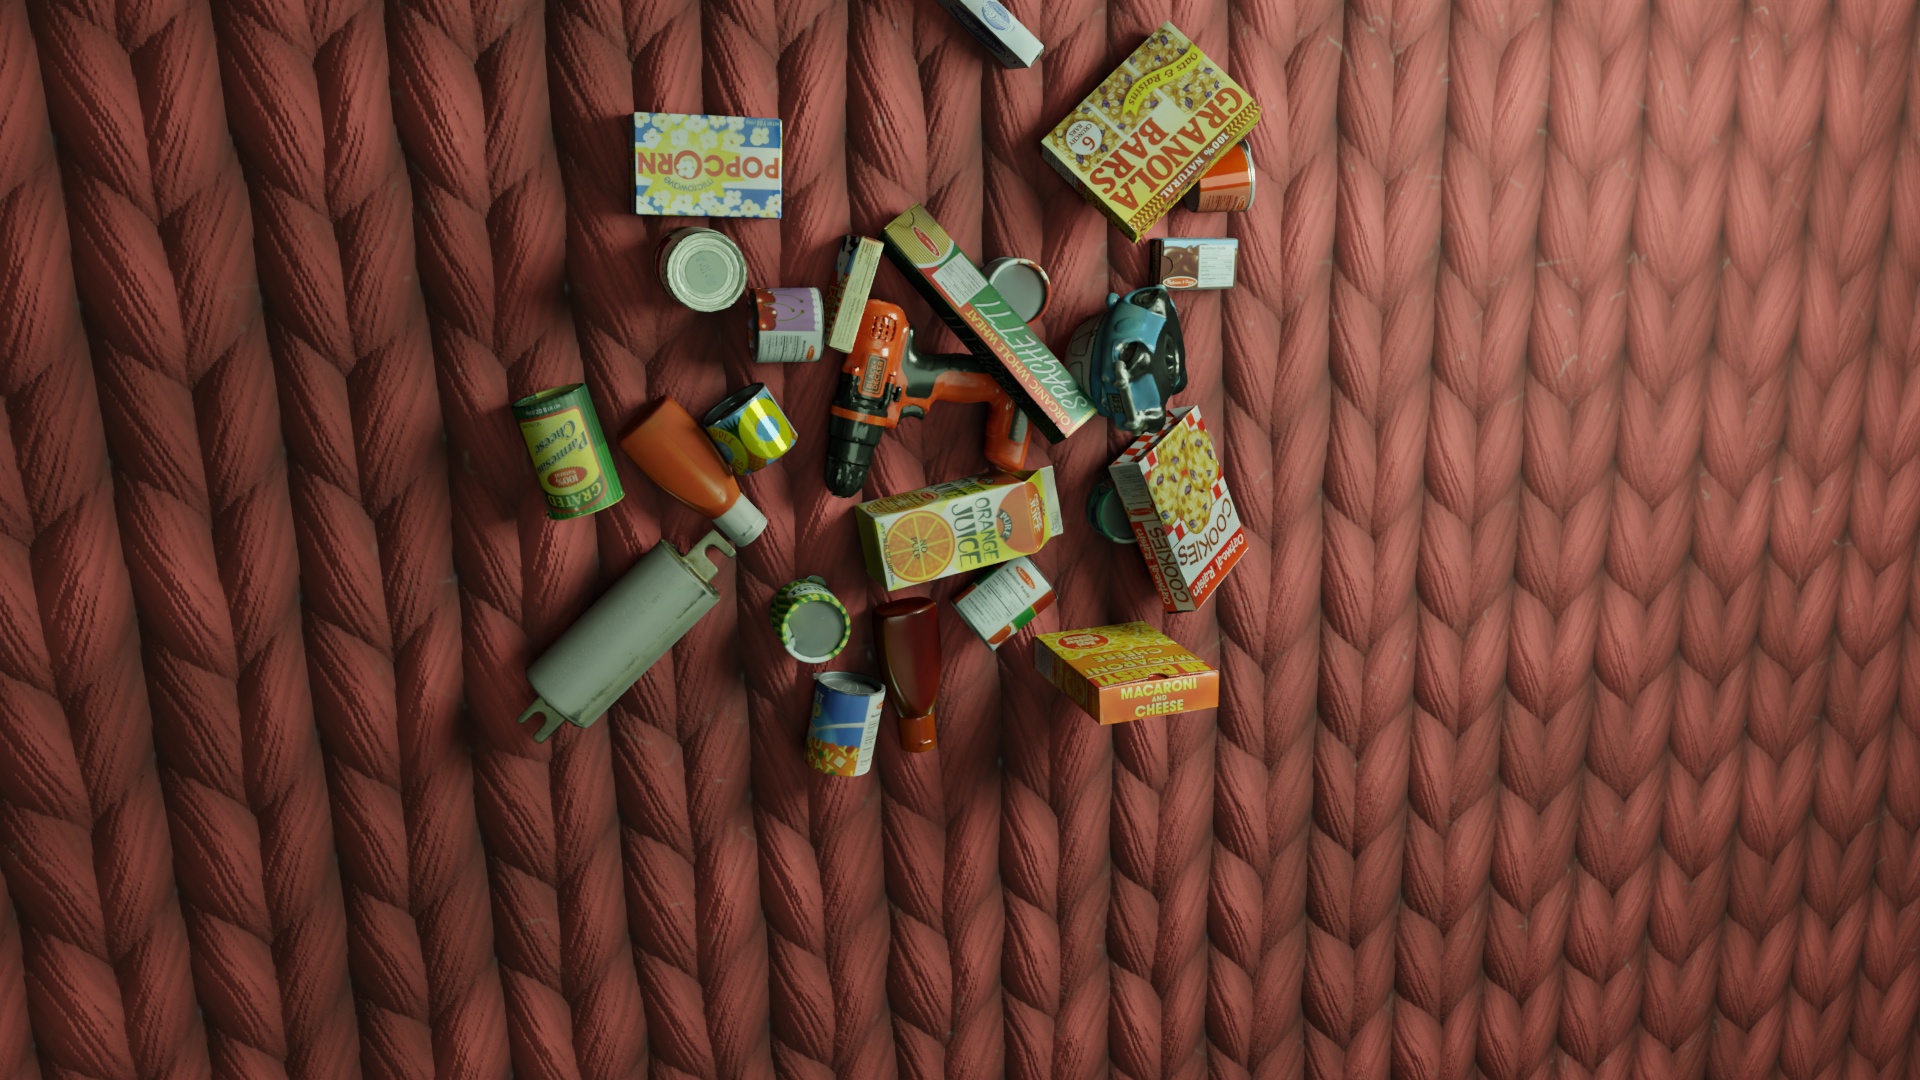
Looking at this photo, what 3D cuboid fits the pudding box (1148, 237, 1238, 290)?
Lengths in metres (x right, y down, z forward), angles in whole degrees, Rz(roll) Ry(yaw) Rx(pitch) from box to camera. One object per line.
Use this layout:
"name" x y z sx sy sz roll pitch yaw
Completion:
"pudding box" 0.227 -0.270 1.354 0.084 0.030 0.049 -5 106 -17

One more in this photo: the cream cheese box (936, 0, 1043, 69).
"cream cheese box" 0.023 -0.460 1.228 0.103 0.053 0.024 37 92 -23

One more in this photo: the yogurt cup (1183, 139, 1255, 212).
"yogurt cup" 0.244 -0.344 1.325 0.054 0.072 0.072 -11 106 -7

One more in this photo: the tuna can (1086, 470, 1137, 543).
"tuna can" 0.162 -0.034 1.387 0.071 0.033 0.071 -5 105 -18

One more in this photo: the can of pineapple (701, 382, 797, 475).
"can of pineapple" -0.188 -0.098 1.236 0.071 0.071 0.057 -35 112 -8

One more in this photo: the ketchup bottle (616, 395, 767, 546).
"ketchup bottle" -0.235 -0.057 1.243 0.065 0.043 0.148 -43 112 -4

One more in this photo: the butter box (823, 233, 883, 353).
"butter box" -0.101 -0.222 1.244 0.024 0.053 0.103 14 99 -24

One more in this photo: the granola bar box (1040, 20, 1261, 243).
"granola bar box" 0.174 -0.375 1.280 0.165 0.039 0.124 -45 84 -4

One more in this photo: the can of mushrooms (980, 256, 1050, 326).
"can of mushrooms" 0.051 -0.231 1.303 0.071 0.033 0.071 -4 103 -18

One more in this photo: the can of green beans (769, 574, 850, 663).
"can of green beans" -0.141 0.075 1.298 0.071 0.058 0.071 -4 104 -18

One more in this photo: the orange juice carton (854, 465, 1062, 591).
"orange juice carton" 0.005 -0.017 1.317 0.193 0.073 0.071 -14 107 -15

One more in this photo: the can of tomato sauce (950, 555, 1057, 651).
"can of tomato sauce" 0.042 0.058 1.353 0.083 0.071 0.071 -39 112 -5

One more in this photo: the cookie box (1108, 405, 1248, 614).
"cookie box" 0.218 -0.030 1.374 0.123 0.040 0.167 -42 116 -41

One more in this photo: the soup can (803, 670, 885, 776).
"soup can" -0.114 0.174 1.328 0.071 0.071 0.083 8 101 -20

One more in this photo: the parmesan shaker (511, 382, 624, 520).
"parmesan shaker" -0.340 -0.076 1.192 0.071 0.071 0.102 -20 108 -13

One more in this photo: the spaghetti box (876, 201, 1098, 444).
"spaghetti box" 0.024 -0.195 1.257 0.250 0.028 0.050 48 63 -4

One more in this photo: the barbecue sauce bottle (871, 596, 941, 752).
"barbecue sauce bottle" -0.048 0.132 1.351 0.065 0.044 0.148 -14 108 -27

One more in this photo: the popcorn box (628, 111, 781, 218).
"popcorn box" -0.217 -0.320 1.189 0.127 0.038 0.085 -3 104 -18

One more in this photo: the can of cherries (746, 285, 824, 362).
"can of cherries" -0.156 -0.192 1.228 0.058 0.071 0.071 -4 104 -17

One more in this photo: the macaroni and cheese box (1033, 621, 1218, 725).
"macaroni and cheese box" 0.157 0.125 1.352 0.124 0.167 0.040 -7 105 -17
